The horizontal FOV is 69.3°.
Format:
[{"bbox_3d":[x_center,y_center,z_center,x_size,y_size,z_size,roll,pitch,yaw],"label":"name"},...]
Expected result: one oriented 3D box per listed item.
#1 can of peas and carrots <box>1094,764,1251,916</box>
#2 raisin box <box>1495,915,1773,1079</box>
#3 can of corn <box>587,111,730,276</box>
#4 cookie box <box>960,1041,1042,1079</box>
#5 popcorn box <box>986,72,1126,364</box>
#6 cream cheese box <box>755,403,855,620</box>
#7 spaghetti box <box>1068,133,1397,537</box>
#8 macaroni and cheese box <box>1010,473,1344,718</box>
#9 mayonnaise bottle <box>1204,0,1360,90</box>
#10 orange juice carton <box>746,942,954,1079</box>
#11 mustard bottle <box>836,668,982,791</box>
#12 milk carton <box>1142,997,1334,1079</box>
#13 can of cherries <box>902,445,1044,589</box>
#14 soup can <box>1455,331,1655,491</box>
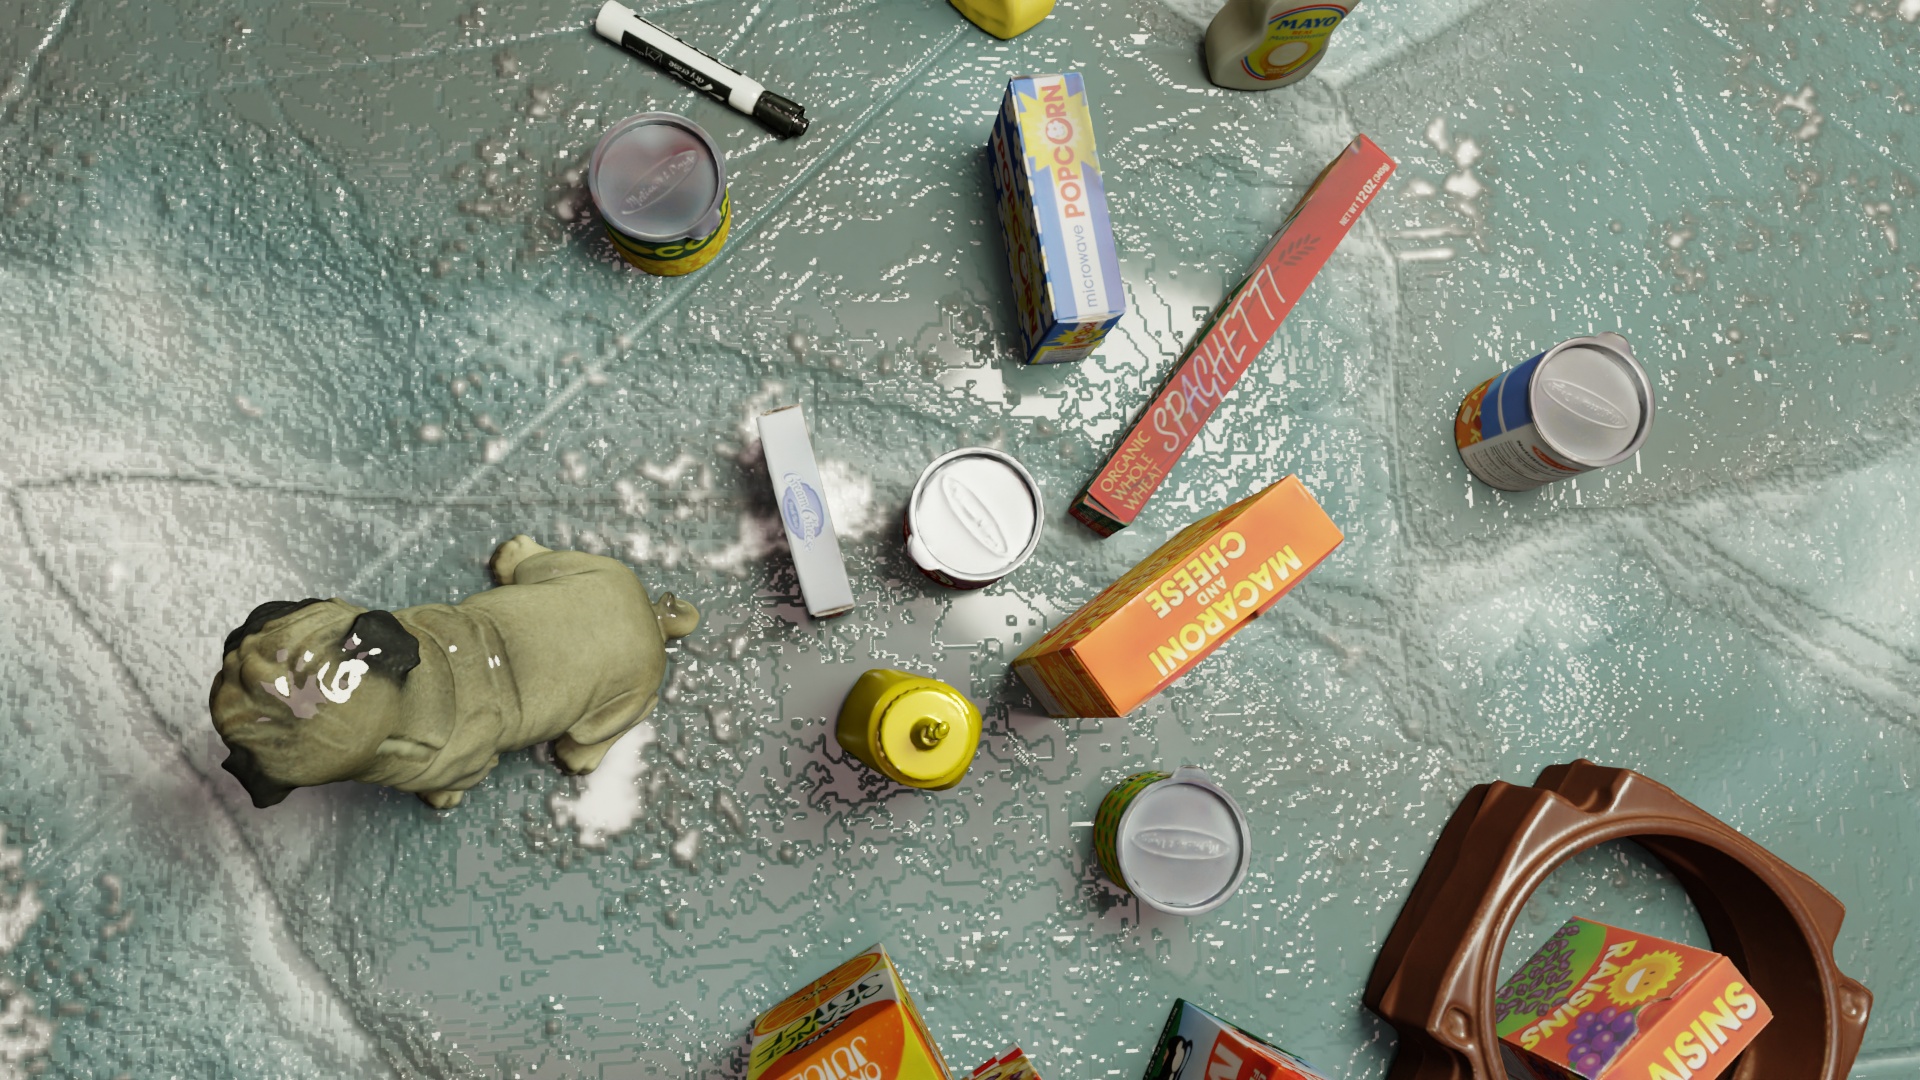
[{"bbox_3d":[0.104,0.146,0.689,0.071,0.058,0.071,1,83,-6],"label":"can of peas and carrots"},{"bbox_3d":[0.312,0.230,0.668,0.086,0.123,0.040,-39,89,-9],"label":"raisin box"},{"bbox_3d":[-0.148,-0.171,0.702,0.071,0.058,0.071,1,83,-6],"label":"can of corn"},{"bbox_3d":[-0.005,0.287,0.602,0.123,0.167,0.040,-32,88,-9],"label":"cookie box"},{"bbox_3d":[0.047,-0.161,0.709,0.038,0.085,0.127,-9,84,-7],"label":"popcorn box"},{"bbox_3d":[-0.077,-0.012,0.691,0.024,0.053,0.104,-15,85,-8],"label":"cream cheese box"},{"bbox_3d":[0.142,-0.107,0.731,0.029,0.050,0.250,38,80,-1],"label":"spaghetti box"},{"bbox_3d":[0.094,0.032,0.648,0.124,0.166,0.040,-37,88,-9],"label":"macaroni and cheese box"},{"bbox_3d":[0.173,-0.279,0.707,0.065,0.148,0.041,-7,84,-7],"label":"mayonnaise bottle"},{"bbox_3d":[-0.042,0.236,0.592,0.072,0.192,0.073,-29,87,-9],"label":"orange juice carton"},{"bbox_3d":[-0.021,0.087,0.631,0.065,0.160,0.049,23,81,-3],"label":"mustard bottle"},{"bbox_3d":[0.138,0.266,0.610,0.073,0.190,0.072,27,81,-3],"label":"milk carton"},{"bbox_3d":[0.002,-0.009,0.698,0.071,0.058,0.071,1,83,-6],"label":"can of cherries"},{"bbox_3d":[0.310,-0.066,0.727,0.071,0.083,0.071,1,83,-6],"label":"soup can"}]
